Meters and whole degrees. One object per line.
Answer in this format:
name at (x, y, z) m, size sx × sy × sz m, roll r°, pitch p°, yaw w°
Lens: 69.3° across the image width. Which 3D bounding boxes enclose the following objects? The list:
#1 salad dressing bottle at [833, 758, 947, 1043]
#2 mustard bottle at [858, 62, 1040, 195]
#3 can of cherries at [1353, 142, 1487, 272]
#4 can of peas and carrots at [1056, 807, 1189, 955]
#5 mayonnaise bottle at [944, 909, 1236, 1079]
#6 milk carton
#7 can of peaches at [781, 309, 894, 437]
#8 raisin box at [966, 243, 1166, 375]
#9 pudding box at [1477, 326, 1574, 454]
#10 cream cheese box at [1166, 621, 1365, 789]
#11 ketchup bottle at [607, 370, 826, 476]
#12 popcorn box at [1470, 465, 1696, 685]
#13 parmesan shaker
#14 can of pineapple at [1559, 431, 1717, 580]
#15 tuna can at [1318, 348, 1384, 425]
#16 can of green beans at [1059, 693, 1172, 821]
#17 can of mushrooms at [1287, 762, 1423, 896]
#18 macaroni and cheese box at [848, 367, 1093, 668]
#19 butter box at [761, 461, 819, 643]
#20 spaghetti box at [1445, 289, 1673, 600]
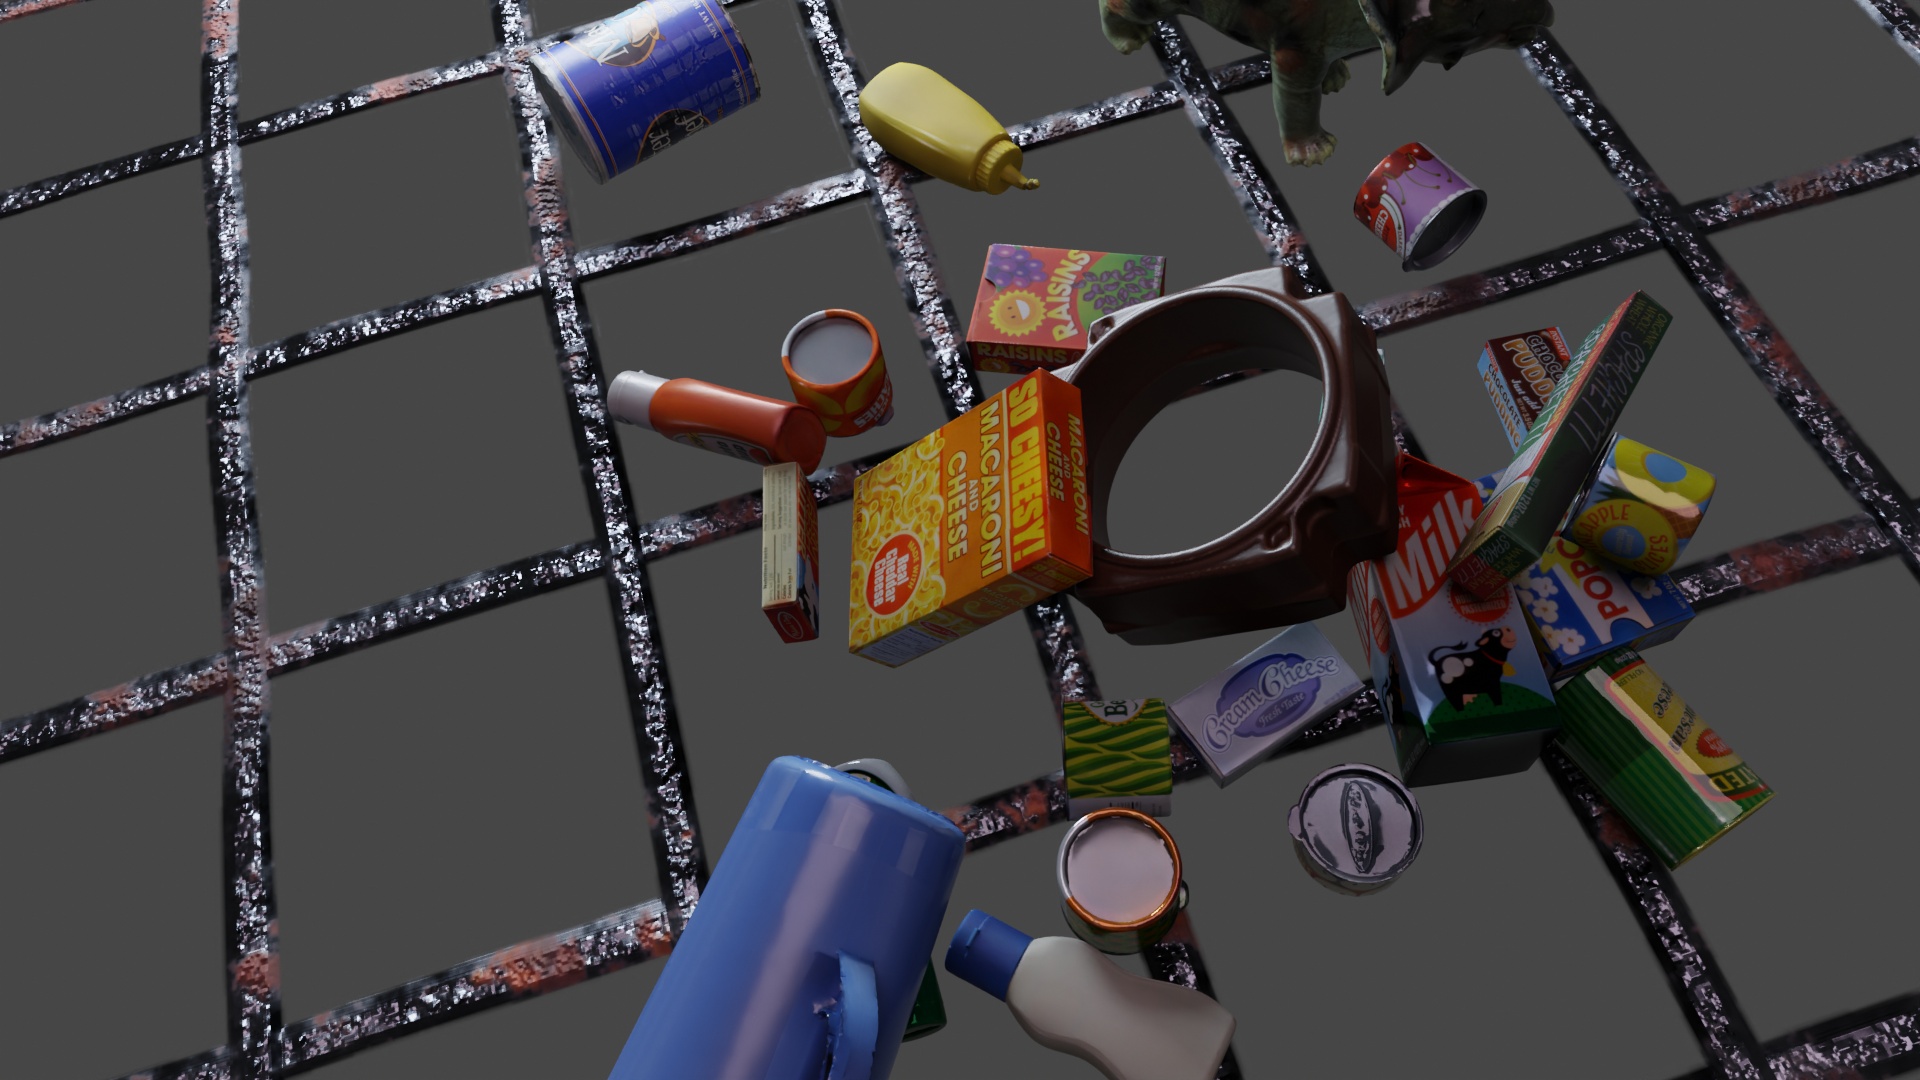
salad dressing bottle at (-0.042, 0.195, 0.757) m, size 0.064 × 0.044 × 0.148 m, roll -19°, pitch 61°, yaw 3°
mustard bottle at (-0.003, -0.294, 1.026) m, size 0.160 × 0.048 × 0.065 m, roll 39°, pitch 72°, yaw 23°
can of cherries at (0.309, -0.225, 0.941) m, size 0.071 × 0.071 × 0.058 m, roll -32°, pitch 62°, yaw -11°
can of peas and carrots at (0.087, 0.182, 0.741) m, size 0.071 × 0.058 × 0.071 m, roll -3°, pitch 61°, yaw 5°
mayonnaise bottle at (0.064, 0.241, 0.722) m, size 0.148 × 0.041 × 0.065 m, roll 23°, pitch 64°, yaw 19°
milk carton at (0.269, 0.036, 0.795) m, size 0.073 × 0.072 × 0.191 m, roll -9°, pitch 60°, yaw 1°
can of peaches at (-0.080, -0.111, 0.926) m, size 0.071 × 0.057 × 0.071 m, roll -3°, pitch 60°, yaw 5°
raisin box at (0.073, -0.154, 0.943) m, size 0.123 × 0.040 × 0.086 m, roll 6°, pitch 63°, yaw 11°
pudding box at (0.368, -0.091, 0.879) m, size 0.050 × 0.030 × 0.084 m, roll -10°, pitch 60°, yaw 0°
cream cheese box at (0.176, 0.093, 0.801) m, size 0.104 × 0.024 × 0.053 m, roll -31°, pitch 62°, yaw -11°
ketchup bottle at (-0.165, -0.081, 0.919) m, size 0.149 × 0.064 × 0.043 m, roll 16°, pitch 79°, yaw 24°
popcorn box at (0.354, 0.013, 0.818) m, size 0.085 × 0.038 × 0.127 m, roll -19°, pitch 60°, yaw -5°
parmesan shaker at (0.367, 0.115, 0.740) m, size 0.071 × 0.071 × 0.103 m, roll -31°, pitch 62°, yaw -10°
can of pineapple at (0.375, -0.018, 0.771) m, size 0.058 × 0.070 × 0.071 m, roll 28°, pitch 67°, yaw 18°
tuna can at (0.244, -0.086, 0.871) m, size 0.033 × 0.070 × 0.071 m, roll 8°, pitch 62°, yaw 12°
can of green beans at (0.086, 0.121, 0.771) m, size 0.058 × 0.071 × 0.071 m, roll -3°, pitch 61°, yaw 4°
can of mushrooms at (0.212, 0.157, 0.755) m, size 0.071 × 0.033 × 0.071 m, roll -3°, pitch 61°, yaw 5°
macaroni and cheese box at (0.003, -0.010, 0.816) m, size 0.166 × 0.040 × 0.124 m, roll -28°, pitch 51°, yaw 39°
butter box at (-0.106, 0.007, 0.866) m, size 0.024 × 0.053 × 0.104 m, roll -8°, pitch 60°, yaw 6°
spaghetti box at (0.347, -0.061, 0.795) m, size 0.029 × 0.050 × 0.251 m, roll 40°, pitch 55°, yaw 6°
